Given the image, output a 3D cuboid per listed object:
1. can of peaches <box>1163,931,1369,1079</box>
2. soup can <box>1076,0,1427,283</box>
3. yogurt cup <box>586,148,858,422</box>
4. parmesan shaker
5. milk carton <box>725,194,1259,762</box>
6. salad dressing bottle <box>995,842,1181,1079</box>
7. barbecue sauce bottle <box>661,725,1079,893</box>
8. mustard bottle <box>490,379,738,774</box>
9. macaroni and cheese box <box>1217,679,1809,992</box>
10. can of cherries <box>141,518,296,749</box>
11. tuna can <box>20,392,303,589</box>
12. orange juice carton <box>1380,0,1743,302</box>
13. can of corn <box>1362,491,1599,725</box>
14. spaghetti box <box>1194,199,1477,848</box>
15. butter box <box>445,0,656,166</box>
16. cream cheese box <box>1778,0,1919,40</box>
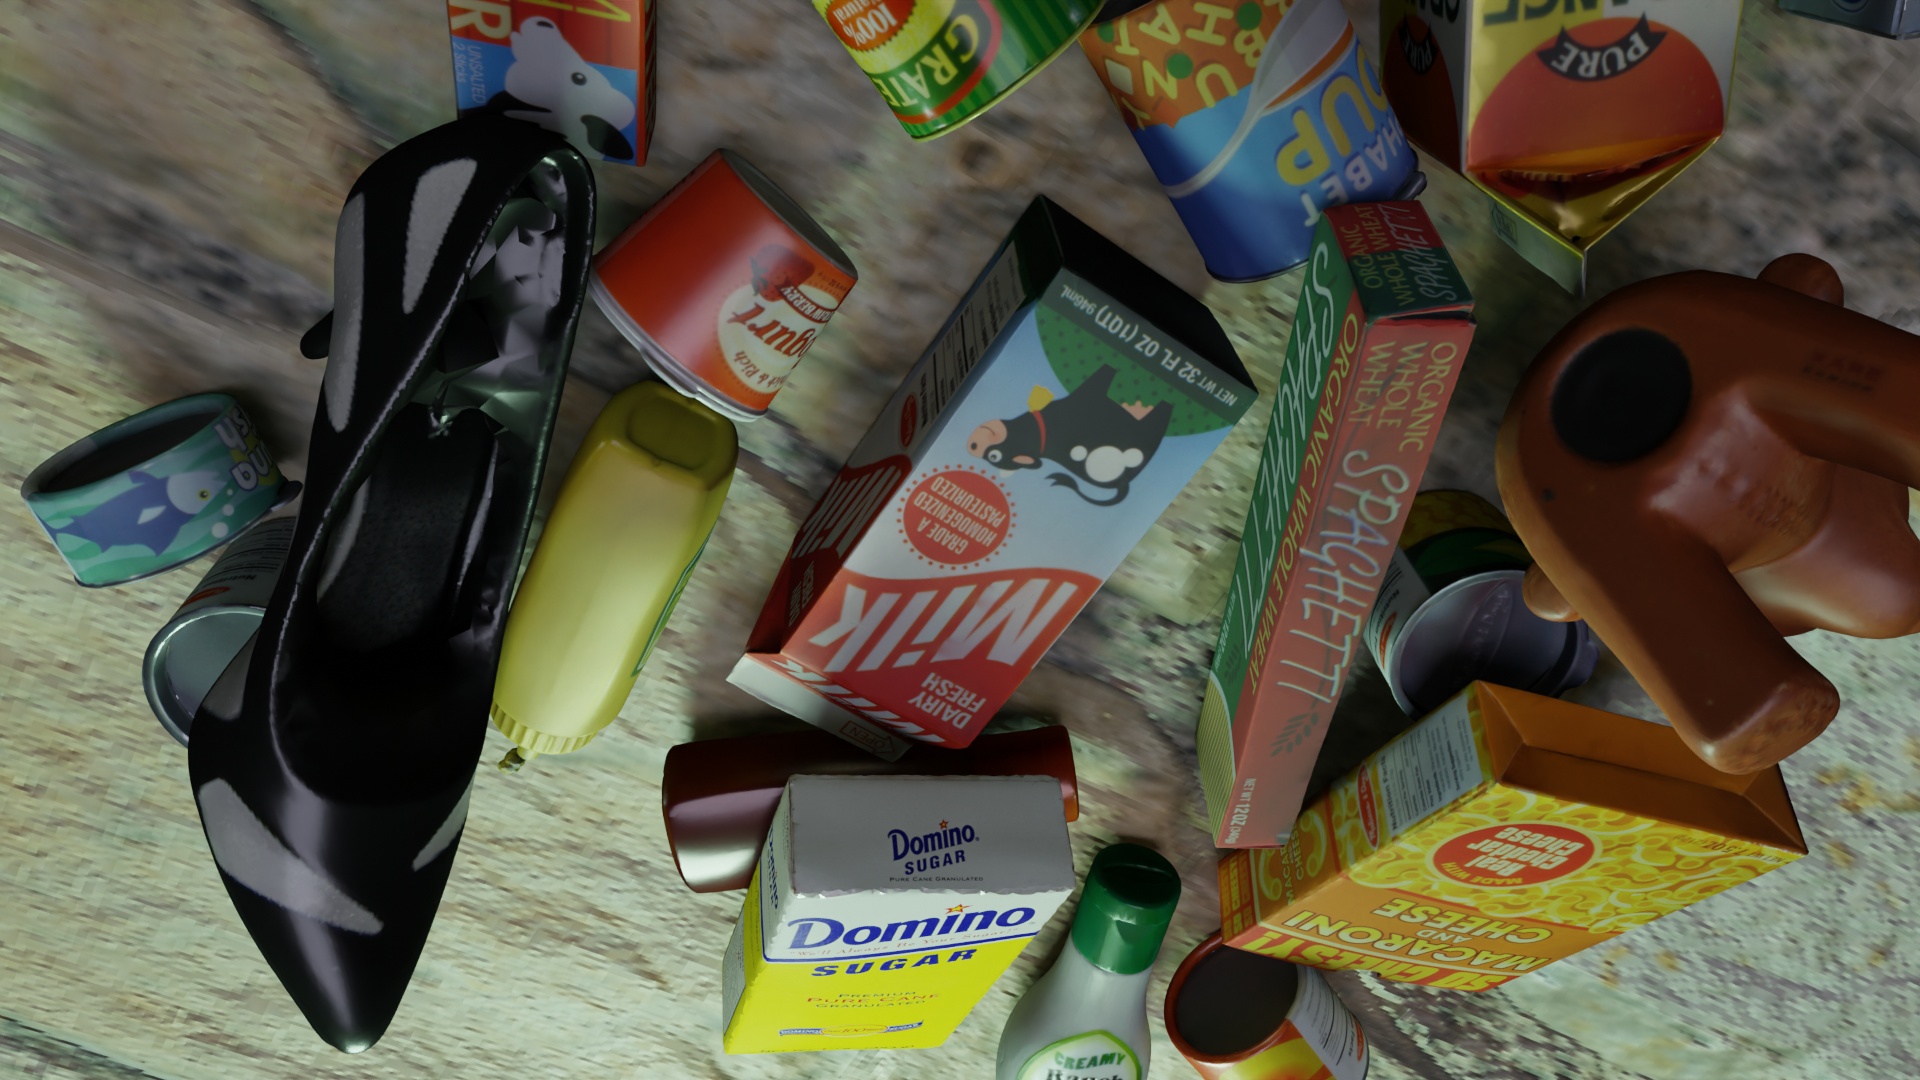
[{"bbox_3d":[0.124,0.203,0.575,0.071,0.071,0.058,-31,117,13],"label":"can of peaches"},{"bbox_3d":[0.081,-0.125,0.385,0.071,0.072,0.083,-30,117,13],"label":"soup can"},{"bbox_3d":[-0.067,-0.077,0.408,0.072,0.072,0.054,40,102,-22],"label":"yogurt cup"},{"bbox_3d":[-0.019,-0.165,0.361,0.071,0.071,0.103,-34,115,15],"label":"parmesan shaker"},{"bbox_3d":[0.002,-0.006,0.446,0.072,0.074,0.190,30,114,-18],"label":"milk carton"},{"bbox_3d":[0.055,0.193,0.577,0.064,0.044,0.147,9,118,-7],"label":"salad dressing bottle"},{"bbox_3d":[-0.032,0.096,0.518,0.149,0.044,0.064,-7,132,-1],"label":"barbecue sauce bottle"},{"bbox_3d":[-0.123,0.024,0.463,0.049,0.065,0.159,26,121,-10],"label":"mustard bottle"},{"bbox_3d":[0.188,0.116,0.504,0.124,0.040,0.165,14,143,-15],"label":"macaroni and cheese box"},{"bbox_3d":[-0.224,0.036,0.463,0.071,0.058,0.071,-2,119,-4],"label":"can of cherries"},{"bbox_3d":[-0.244,-0.017,0.427,0.071,0.071,0.032,-15,119,5],"label":"tuna can"},{"bbox_3d":[0.157,-0.164,0.367,0.073,0.072,0.191,-9,119,2],"label":"orange juice carton"},{"bbox_3d":[0.175,0.024,0.482,0.071,0.058,0.070,-2,119,-3],"label":"can of corn"},{"bbox_3d":[0.107,0.011,0.435,0.029,0.050,0.248,-2,137,-3],"label":"spaghetti box"},{"bbox_3d":[-0.107,-0.148,0.364,0.053,0.024,0.103,8,143,-8],"label":"butter box"},{"bbox_3d":[0.251,-0.191,0.369,0.024,0.053,0.103,-9,120,0],"label":"cream cheese box"}]
